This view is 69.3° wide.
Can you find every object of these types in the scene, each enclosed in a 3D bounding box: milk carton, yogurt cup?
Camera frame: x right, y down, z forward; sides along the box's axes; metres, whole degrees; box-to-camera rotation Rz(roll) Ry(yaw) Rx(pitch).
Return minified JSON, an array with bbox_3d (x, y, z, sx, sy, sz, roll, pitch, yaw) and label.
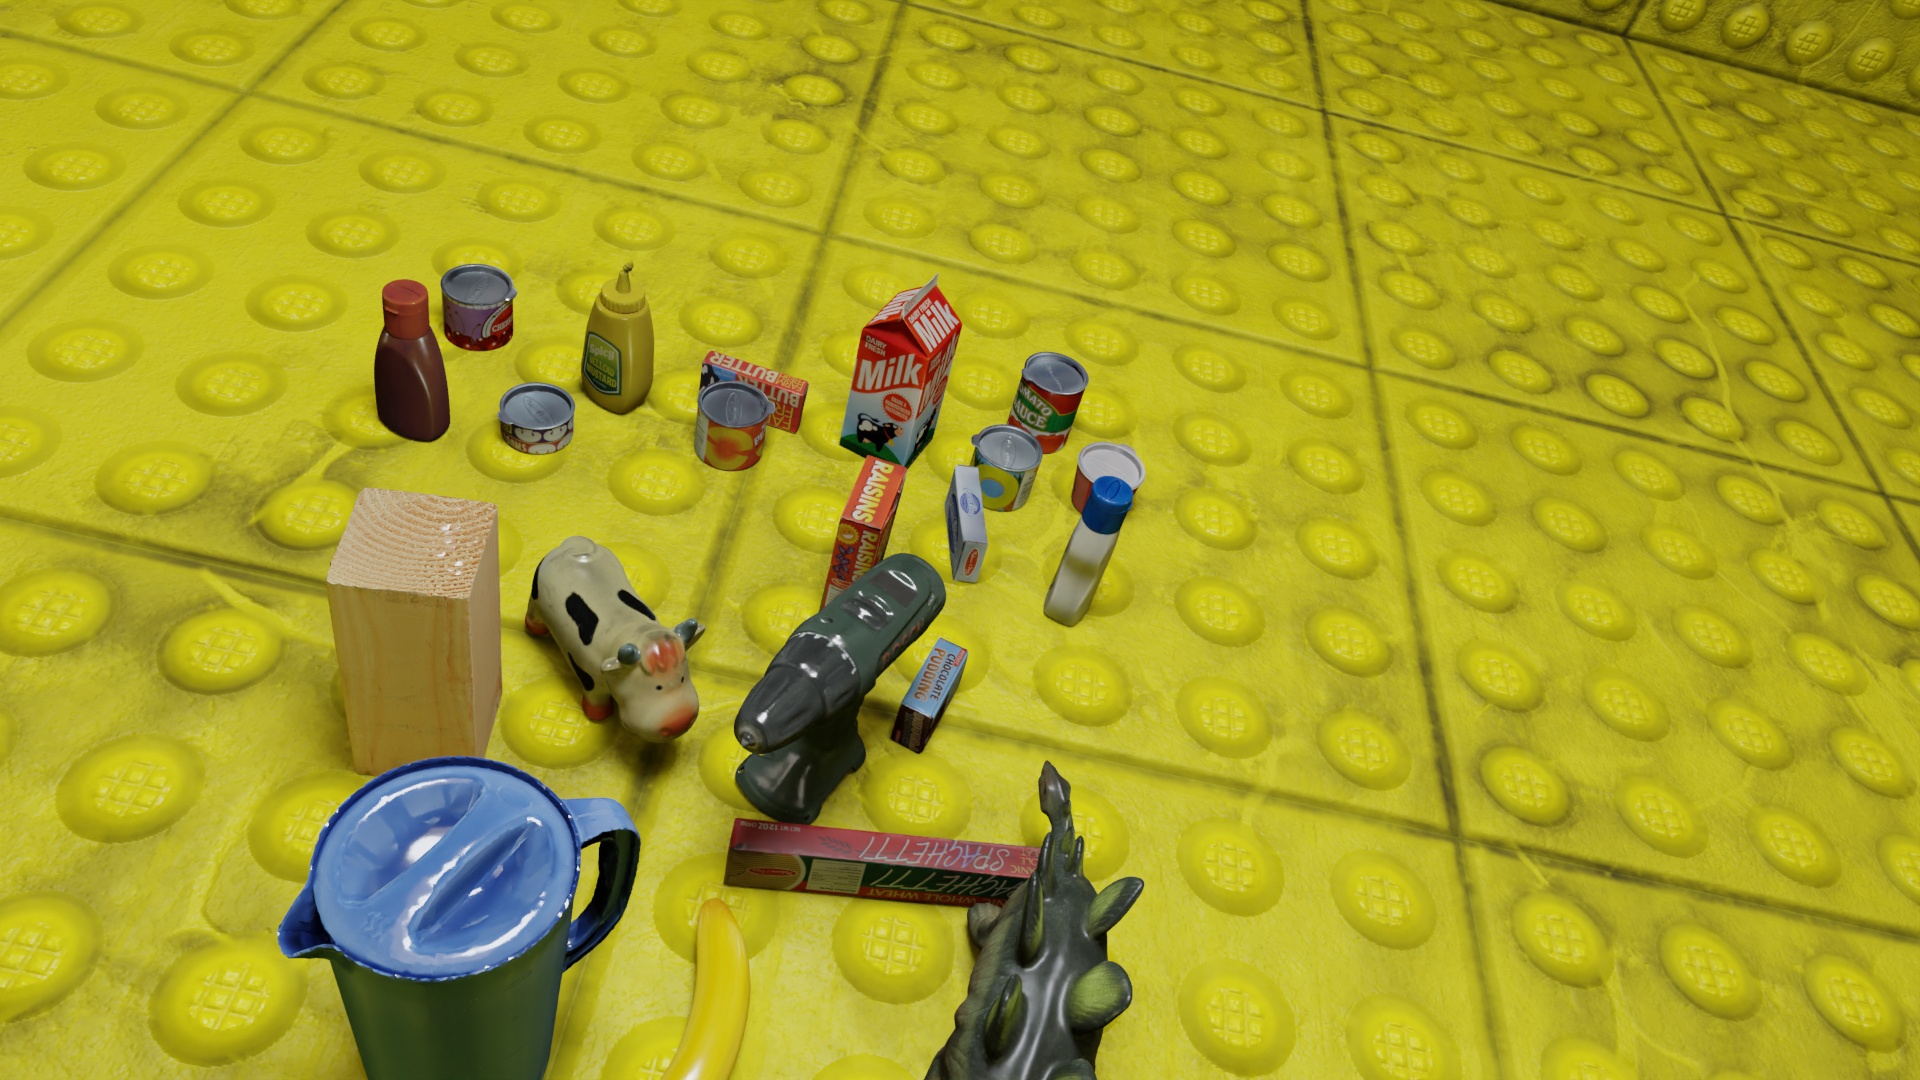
[{"bbox_3d":[-0.054,-0.162,1.315,0.073,0.189,0.073,27,44,10],"label":"milk carton"},{"bbox_3d":[0.142,-0.055,1.367,0.072,0.053,0.073,9,44,-9],"label":"yogurt cup"}]

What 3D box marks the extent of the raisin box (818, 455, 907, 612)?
[{"bbox_3d":[-0.084,0.001,1.190,0.040,0.122,0.086,18,43,1],"label":"raisin box"}]

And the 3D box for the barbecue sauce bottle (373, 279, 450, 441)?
[{"bbox_3d":[-0.480,-0.157,1.209,0.065,0.147,0.044,24,44,7],"label":"barbecue sauce bottle"}]

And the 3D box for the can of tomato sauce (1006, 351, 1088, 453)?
[{"bbox_3d":[0.086,-0.139,1.413,0.071,0.082,0.071,9,44,-9],"label":"can of tomato sauce"}]

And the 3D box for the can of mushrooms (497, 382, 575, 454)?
[{"bbox_3d":[-0.390,-0.111,1.274,0.071,0.033,0.071,9,44,-9],"label":"can of mushrooms"}]

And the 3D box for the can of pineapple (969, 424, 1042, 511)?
[{"bbox_3d":[0.040,-0.071,1.348,0.071,0.057,0.071,9,44,-9],"label":"can of pineapple"}]

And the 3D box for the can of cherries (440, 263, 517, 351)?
[{"bbox_3d":[-0.466,-0.225,1.347,0.071,0.058,0.072,9,44,-9],"label":"can of cherries"}]

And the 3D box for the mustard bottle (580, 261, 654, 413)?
[{"bbox_3d":[-0.316,-0.193,1.287,0.065,0.159,0.049,30,45,14],"label":"mustard bottle"}]

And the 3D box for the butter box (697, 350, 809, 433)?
[{"bbox_3d":[-0.202,-0.144,1.351,0.103,0.052,0.024,18,43,1],"label":"butter box"}]

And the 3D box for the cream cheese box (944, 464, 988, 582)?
[{"bbox_3d":[0.005,-0.016,1.285,0.024,0.053,0.104,5,45,-12],"label":"cream cheese box"}]

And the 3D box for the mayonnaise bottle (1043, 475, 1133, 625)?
[{"bbox_3d":[0.114,0.007,1.227,0.041,0.147,0.065,25,44,8],"label":"mayonnaise bottle"}]

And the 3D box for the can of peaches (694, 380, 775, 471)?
[{"bbox_3d":[-0.213,-0.107,1.307,0.071,0.057,0.071,9,44,-9],"label":"can of peaches"}]

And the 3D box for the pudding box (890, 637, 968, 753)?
[{"bbox_3d":[-0.024,0.126,1.136,0.030,0.049,0.084,24,44,7],"label":"pudding box"}]

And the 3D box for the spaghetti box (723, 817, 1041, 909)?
[{"bbox_3d":[-0.045,0.239,1.015,0.250,0.049,0.029,8,44,-10],"label":"spaghetti box"}]
